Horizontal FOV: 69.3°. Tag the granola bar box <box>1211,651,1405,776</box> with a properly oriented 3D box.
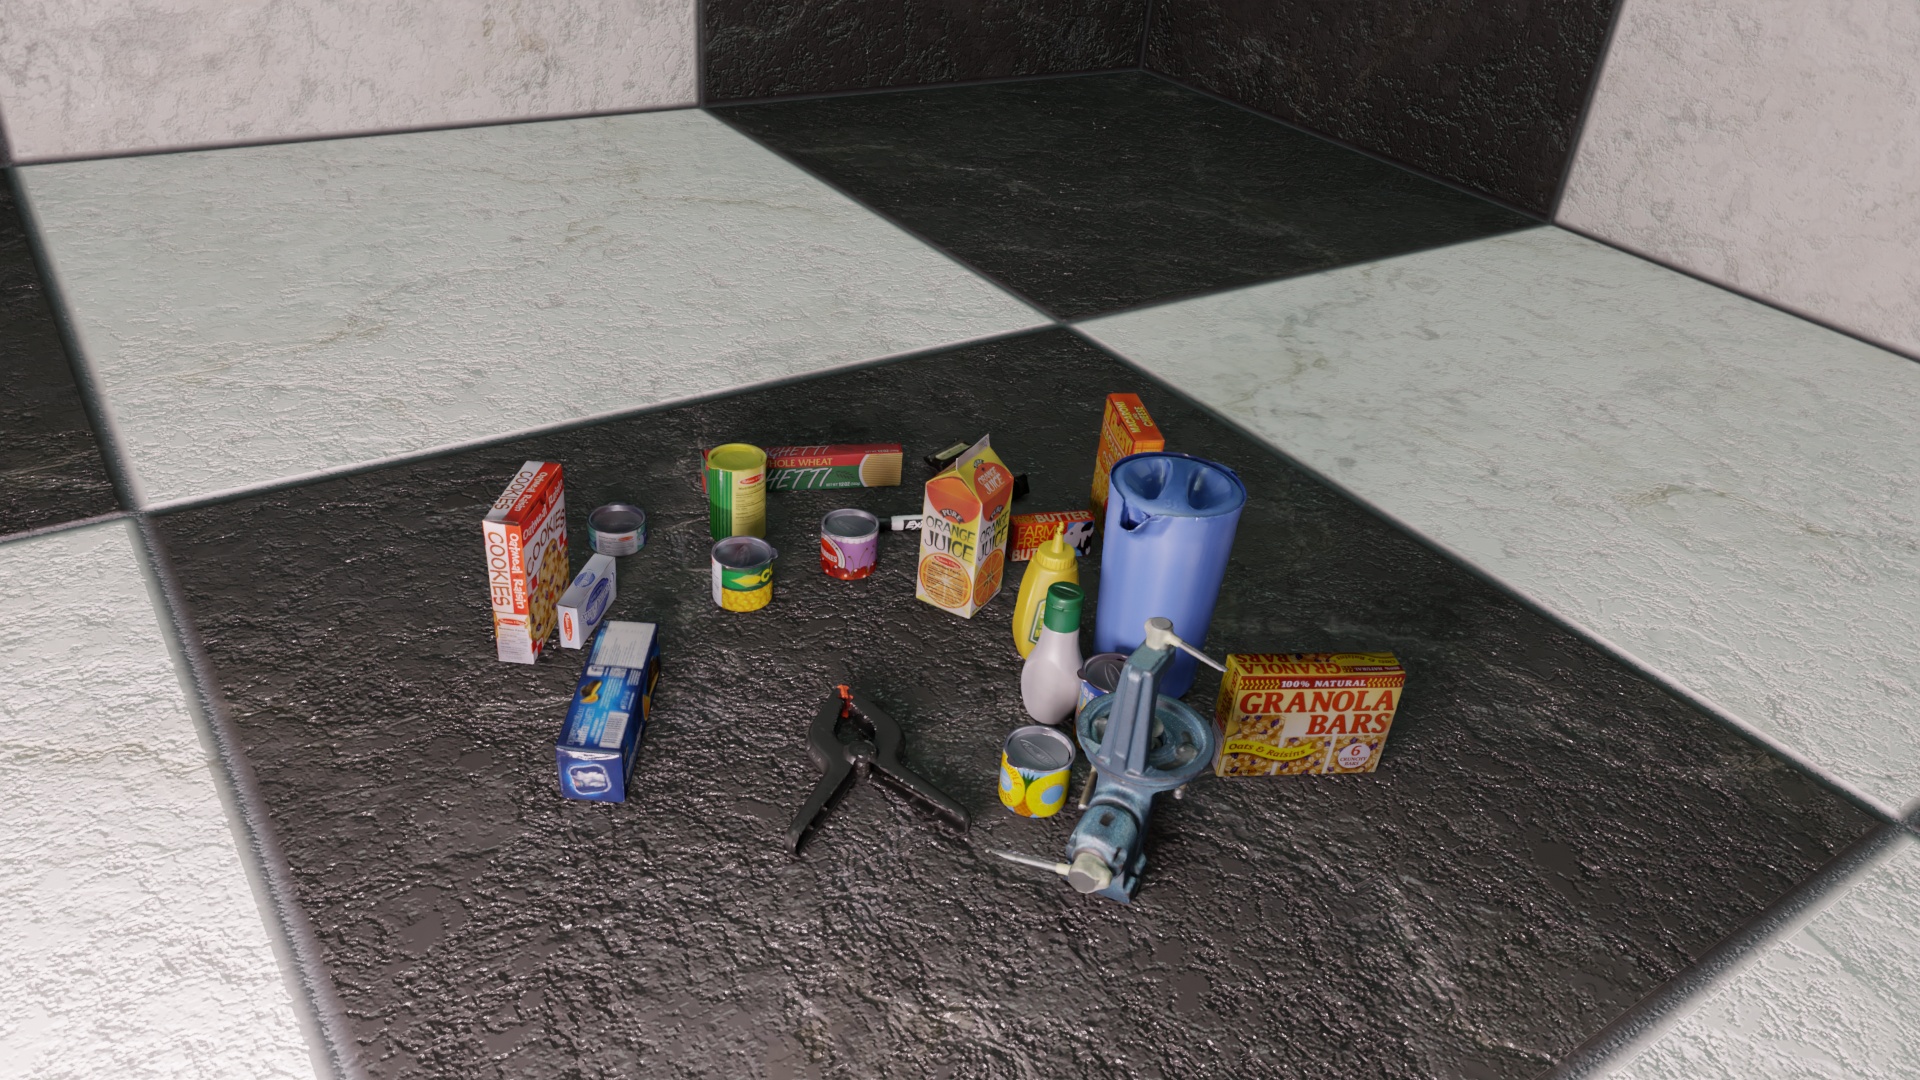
[{"bbox_3d":[0.329,0.167,1.331,0.166,0.123,0.039,0,32,-9],"label":"granola bar box"}]

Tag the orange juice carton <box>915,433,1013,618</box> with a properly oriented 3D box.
[{"bbox_3d":[0.005,-0.019,1.514,0.073,0.191,0.072,21,35,23],"label":"orange juice carton"}]

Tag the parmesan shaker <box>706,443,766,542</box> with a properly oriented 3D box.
[{"bbox_3d":[-0.261,-0.052,1.608,0.071,0.102,0.071,4,31,-2],"label":"parmesan shaker"}]

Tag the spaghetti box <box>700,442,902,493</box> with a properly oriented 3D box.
[{"bbox_3d":[-0.197,-0.090,1.731,0.250,0.050,0.029,-3,33,-14],"label":"spaghetti box"}]

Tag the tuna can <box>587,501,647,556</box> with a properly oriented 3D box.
[{"bbox_3d":[-0.393,-0.013,1.591,0.071,0.032,0.071,4,32,-3],"label":"tuna can"}]

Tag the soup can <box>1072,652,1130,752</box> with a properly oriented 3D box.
[{"bbox_3d":[0.143,0.161,1.349,0.071,0.083,0.072,4,31,-2],"label":"soup can"}]

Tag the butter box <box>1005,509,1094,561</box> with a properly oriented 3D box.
[{"bbox_3d":[0.105,-0.006,1.641,0.104,0.052,0.024,-4,33,-16],"label":"butter box"}]

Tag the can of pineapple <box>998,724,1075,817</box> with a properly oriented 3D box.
[{"bbox_3d":[0.068,0.212,1.278,0.071,0.057,0.071,4,32,-2],"label":"can of pineapple"}]

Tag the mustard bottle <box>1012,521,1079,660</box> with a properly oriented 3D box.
[{"bbox_3d":[0.093,0.051,1.445,0.065,0.159,0.049,-4,33,-15],"label":"mustard bottle"}]

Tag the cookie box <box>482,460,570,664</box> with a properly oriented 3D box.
[{"bbox_3d":[-0.434,0.021,1.401,0.040,0.166,0.123,6,31,1],"label":"cookie box"}]

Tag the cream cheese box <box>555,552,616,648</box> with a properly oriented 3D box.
[{"bbox_3d":[-0.389,0.062,1.450,0.024,0.053,0.104,9,32,5],"label":"cream cheese box"}]

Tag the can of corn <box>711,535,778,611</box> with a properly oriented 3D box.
[{"bbox_3d":[-0.235,0.036,1.513,0.071,0.058,0.071,4,32,-2],"label":"can of corn"}]

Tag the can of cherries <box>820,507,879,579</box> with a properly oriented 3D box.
[{"bbox_3d":[-0.129,0.004,1.581,0.071,0.058,0.072,4,32,-2],"label":"can of cherries"}]

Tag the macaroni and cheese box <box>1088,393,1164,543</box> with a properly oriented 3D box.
[{"bbox_3d":[0.196,-0.075,1.660,0.040,0.165,0.124,-1,32,-11],"label":"macaroni and cheese box"}]

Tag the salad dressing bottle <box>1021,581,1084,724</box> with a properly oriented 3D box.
[{"bbox_3d":[0.095,0.110,1.362,0.064,0.146,0.044,19,34,21],"label":"salad dressing bottle"}]
